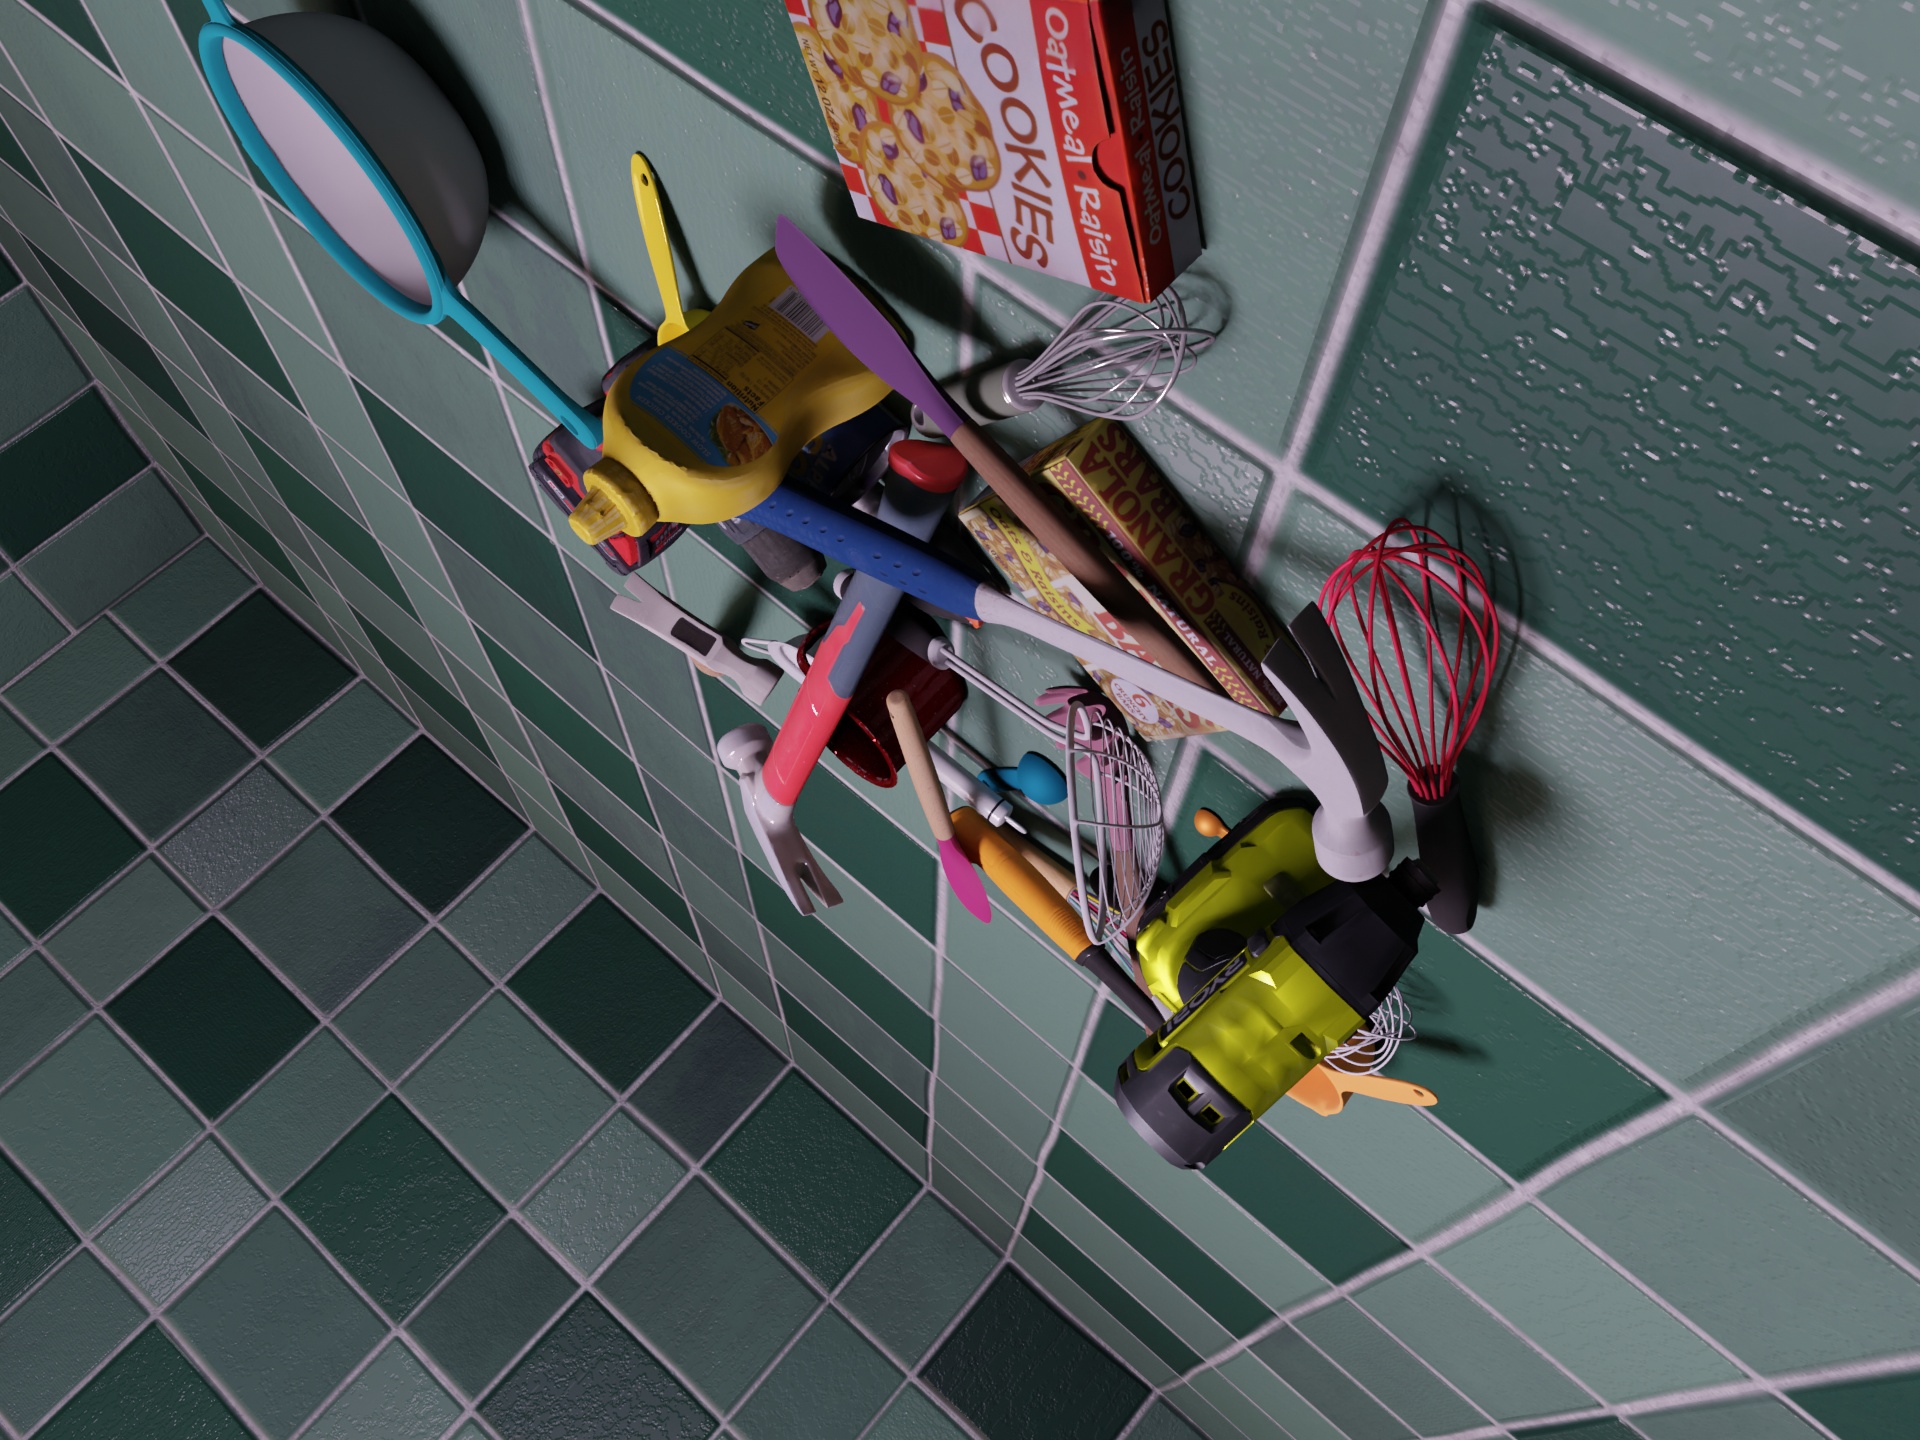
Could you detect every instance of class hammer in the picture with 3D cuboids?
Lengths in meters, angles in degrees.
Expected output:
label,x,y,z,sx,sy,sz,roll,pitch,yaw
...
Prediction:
label,x,y,z,sx,sy,sz,roll,pitch,yaw
hammer,-0.202,-0.057,1.246,0.130,0.031,0.331,34,176,-6
hammer,-0.067,-0.021,0.962,0.143,0.038,0.386,61,148,20
hammer,0.072,0.138,1.071,0.337,0.034,0.127,41,157,53
hammer,0.020,-0.057,0.751,0.406,0.035,0.143,28,156,36

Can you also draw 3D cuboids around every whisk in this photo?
label,x,y,z,sx,sy,sz,roll,pitch,yaw
whisk,0.099,0.143,1.173,0.245,0.051,0.047,36,163,30
whisk,0.211,0.018,0.714,0.073,0.073,0.295,28,158,37
whisk,0.174,0.146,1.023,0.285,0.070,0.070,24,152,52
whisk,0.035,-0.156,0.732,0.246,0.059,0.058,-175,80,-64

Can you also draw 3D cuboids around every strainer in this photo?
label,x,y,z,sx,sy,sz,roll,pitch,yaw
strainer,-0.050,0.002,1.170,0.258,0.050,0.086,39,166,13
strainer,-0.325,-0.320,1.011,0.340,0.095,0.211,45,161,-3

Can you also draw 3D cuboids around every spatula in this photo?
label,x,y,z,sx,sy,sz,roll,pitch,yaw
spatula,0.017,-0.119,0.755,0.316,0.018,0.059,47,164,6

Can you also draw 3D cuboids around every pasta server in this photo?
label,x,y,z,sx,sy,sz,roll,pitch,yaw
pasta server,0.102,0.103,1.020,0.060,0.040,0.316,35,147,48

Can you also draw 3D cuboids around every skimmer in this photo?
label,x,y,z,sx,sy,sz,roll,pitch,yaw
skimmer,-0.001,-0.003,0.938,0.364,0.090,0.127,38,150,46

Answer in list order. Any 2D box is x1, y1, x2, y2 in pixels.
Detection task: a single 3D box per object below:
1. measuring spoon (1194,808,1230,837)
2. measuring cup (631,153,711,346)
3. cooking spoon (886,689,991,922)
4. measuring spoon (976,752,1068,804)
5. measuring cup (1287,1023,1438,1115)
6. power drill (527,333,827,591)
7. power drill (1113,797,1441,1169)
label,x,y,z,sx,sy,sz,roll,pitch,yaw
measuring spoon,0.186,0.096,0.962,0.117,0.011,0.021,41,159,8
measuring cup,-0.161,-0.259,0.934,0.062,0.029,0.156,28,142,37
cooking spoon,-0.016,0.065,1.103,0.069,0.017,0.318,52,168,30
measuring spoon,0.036,0.047,1.134,0.042,0.021,0.128,49,159,-13
measuring cup,0.248,0.207,1.005,0.095,0.052,0.174,51,156,-17
power drill,-0.195,-0.160,1.104,0.187,0.080,0.227,51,155,-18
power drill,0.155,0.115,0.791,0.080,0.171,0.223,45,-170,-1
